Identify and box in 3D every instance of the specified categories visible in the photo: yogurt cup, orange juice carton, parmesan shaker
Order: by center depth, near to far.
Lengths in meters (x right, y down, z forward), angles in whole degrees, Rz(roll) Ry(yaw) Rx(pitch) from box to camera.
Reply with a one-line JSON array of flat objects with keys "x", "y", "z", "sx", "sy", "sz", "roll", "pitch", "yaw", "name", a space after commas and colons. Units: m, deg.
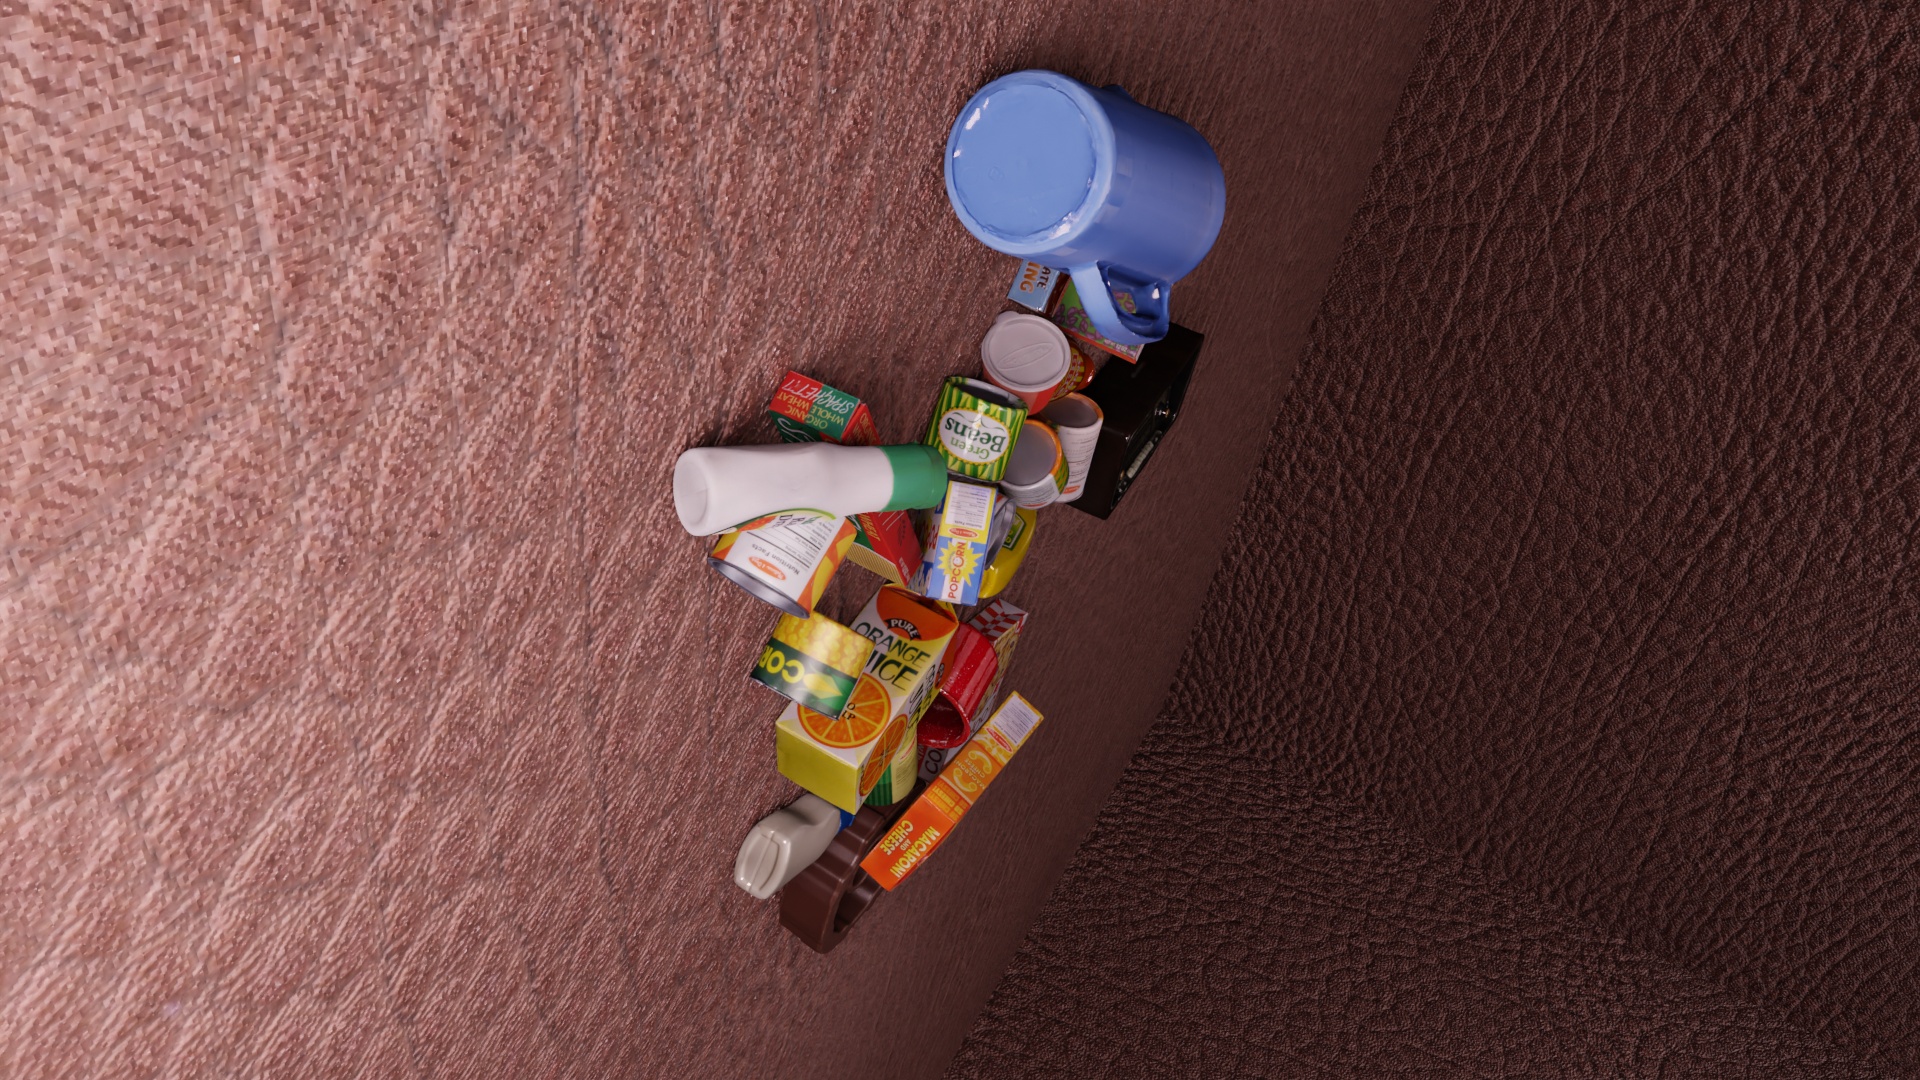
[{"x": 0.048, "y": -0.132, "z": 1.071, "sx": 0.073, "sy": 0.072, "sz": 0.053, "roll": -57, "pitch": 171, "yaw": -24, "name": "yogurt cup"}, {"x": -0.060, "y": 0.107, "z": 1.074, "sx": 0.194, "sy": 0.073, "sz": 0.071, "roll": -53, "pitch": 162, "yaw": -36, "name": "orange juice carton"}, {"x": -0.071, "y": 0.176, "z": 1.165, "sx": 0.071, "sy": 0.071, "sz": 0.102, "roll": -56, "pitch": 163, "yaw": -29, "name": "parmesan shaker"}]

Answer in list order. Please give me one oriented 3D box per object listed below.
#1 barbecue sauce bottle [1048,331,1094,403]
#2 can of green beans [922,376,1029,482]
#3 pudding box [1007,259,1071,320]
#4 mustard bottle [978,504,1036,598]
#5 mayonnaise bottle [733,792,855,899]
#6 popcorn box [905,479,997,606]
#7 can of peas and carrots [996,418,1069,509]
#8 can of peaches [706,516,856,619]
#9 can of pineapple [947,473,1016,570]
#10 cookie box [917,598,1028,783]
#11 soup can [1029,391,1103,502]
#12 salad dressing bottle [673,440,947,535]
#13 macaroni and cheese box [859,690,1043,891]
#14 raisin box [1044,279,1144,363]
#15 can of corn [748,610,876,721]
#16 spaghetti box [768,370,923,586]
[{"x": 0.080, "y": -0.148, "z": 1.189, "sx": 0.064, "sy": 0.044, "sz": 0.149, "roll": -64, "pitch": 166, "yaw": 13, "name": "barbecue sauce bottle"}, {"x": 0.011, "y": -0.082, "z": 1.018, "sx": 0.071, "sy": 0.071, "sz": 0.057, "roll": -26, "pitch": 139, "yaw": -66, "name": "can of green beans"}, {"x": 0.070, "y": -0.216, "z": 1.072, "sx": 0.083, "sy": 0.030, "sz": 0.050, "roll": -66, "pitch": 166, "yaw": 8, "name": "pudding box"}, {"x": 0.033, "y": -0.007, "z": 1.232, "sx": 0.161, "sy": 0.065, "sz": 0.048, "roll": -51, "pitch": 167, "yaw": -56, "name": "mustard bottle"}, {"x": -0.128, "y": 0.236, "z": 1.120, "sx": 0.064, "sy": 0.041, "sz": 0.148, "roll": -66, "pitch": 166, "yaw": 13, "name": "mayonnaise bottle"}, {"x": -0.008, "y": 0.001, "z": 1.019, "sx": 0.126, "sy": 0.038, "sz": 0.085, "roll": -175, "pitch": -85, "yaw": -81, "name": "popcorn box"}, {"x": 0.058, "y": -0.069, "z": 1.206, "sx": 0.071, "sy": 0.071, "sz": 0.058, "roll": -62, "pitch": 164, "yaw": -9, "name": "can of peas and carrots"}, {"x": -0.101, "y": 0.004, "z": 0.789, "sx": 0.058, "sy": 0.071, "sz": 0.071, "roll": -61, "pitch": 165, "yaw": -14, "name": "can of peaches"}, {"x": 0.004, "y": -0.014, "z": 1.122, "sx": 0.071, "sy": 0.058, "sz": 0.070, "roll": -56, "pitch": 163, "yaw": -27, "name": "can of pineapple"}, {"x": 0.007, "y": 0.157, "z": 1.443, "sx": 0.123, "sy": 0.040, "sz": 0.166, "roll": -34, "pitch": 146, "yaw": -62, "name": "cookie box"}, {"x": 0.089, "y": -0.089, "z": 1.280, "sx": 0.072, "sy": 0.071, "sz": 0.083, "roll": -47, "pitch": 156, "yaw": -48, "name": "soup can"}, {"x": -0.075, "y": -0.030, "z": 0.732, "sx": 0.148, "sy": 0.064, "sz": 0.044, "roll": -6, "pitch": 87, "yaw": -37, "name": "salad dressing bottle"}, {"x": -0.006, "y": 0.218, "z": 1.215, "sx": 0.123, "sy": 0.040, "sz": 0.167, "roll": -53, "pitch": 173, "yaw": 39, "name": "macaroni and cheese box"}, {"x": 0.134, "y": -0.222, "z": 1.165, "sx": 0.123, "sy": 0.086, "sz": 0.040, "roll": -65, "pitch": 171, "yaw": 3, "name": "raisin box"}, {"x": -0.099, "y": 0.078, "z": 0.919, "sx": 0.058, "sy": 0.071, "sz": 0.071, "roll": -63, "pitch": 165, "yaw": -6, "name": "can of corn"}, {"x": -0.067, "y": -0.032, "z": 0.874, "sx": 0.029, "sy": 0.050, "sz": 0.249, "roll": -61, "pitch": 164, "yaw": -16, "name": "spaghetti box"}]
